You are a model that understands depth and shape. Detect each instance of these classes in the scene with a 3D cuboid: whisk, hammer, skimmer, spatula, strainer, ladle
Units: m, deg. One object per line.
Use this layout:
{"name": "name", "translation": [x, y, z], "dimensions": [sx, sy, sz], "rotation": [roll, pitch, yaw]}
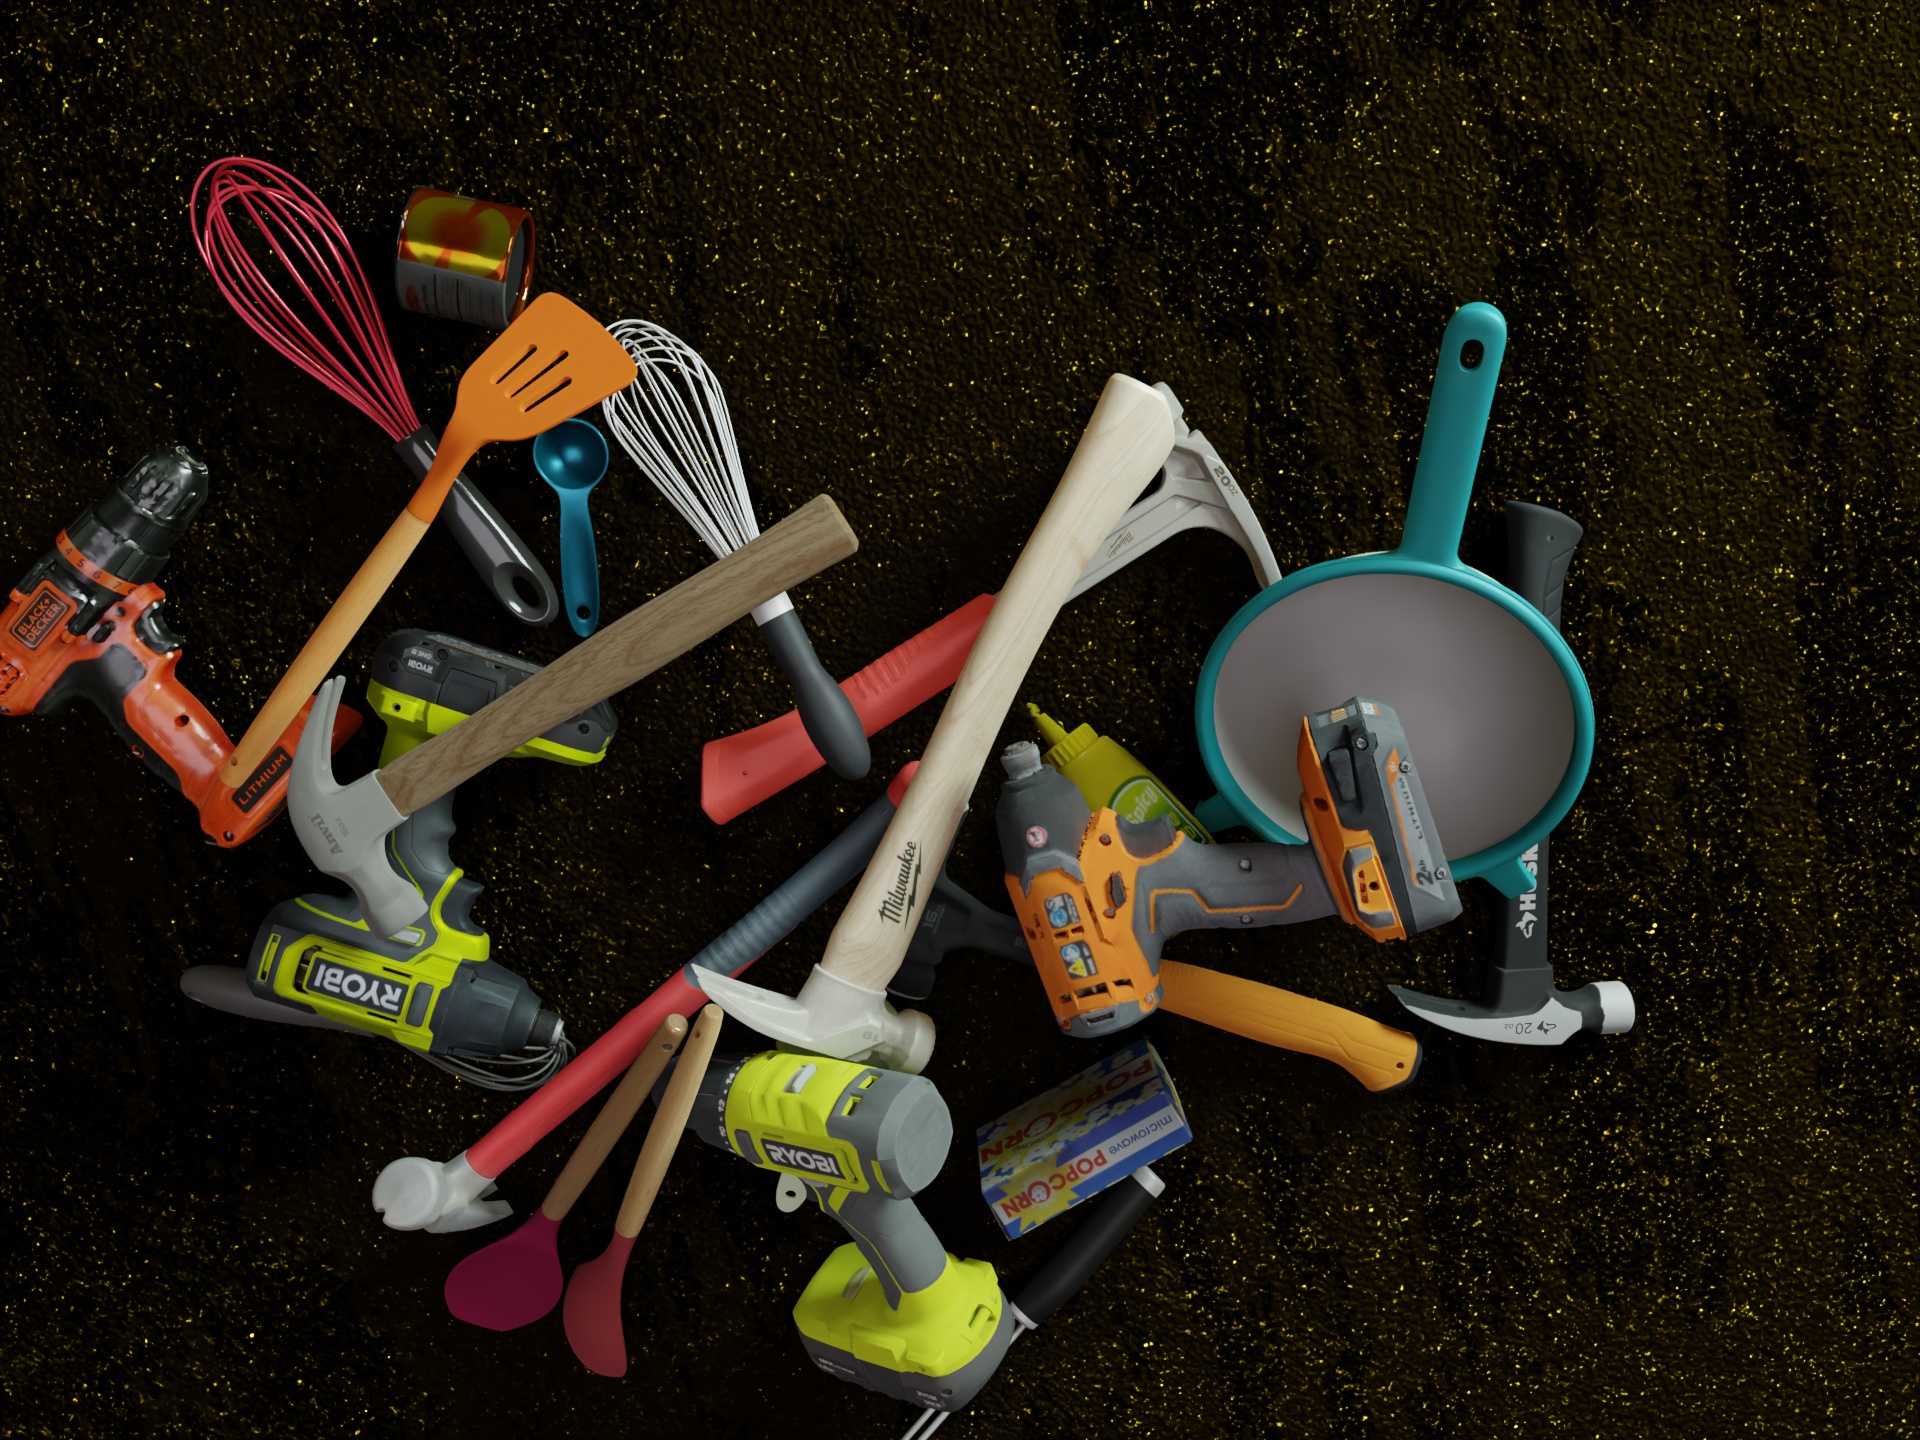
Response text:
{"name": "whisk", "translation": [-0.349, 0.179, 0.955], "dimensions": [0.239, 0.055, 0.055], "rotation": [12, 101, 0]}
{"name": "hammer", "translation": [-0.160, 0.164, 0.943], "dimensions": [0.386, 0.143, 0.038], "rotation": [-40, 74, -5]}
{"name": "whisk", "translation": [-0.315, -0.174, 0.876], "dimensions": [0.073, 0.073, 0.295], "rotation": [-32, 107, 4]}
{"name": "hammer", "translation": [-0.204, -0.023, 0.842], "dimensions": [0.331, 0.031, 0.130], "rotation": [-32, 100, -1]}
{"name": "skimmer", "translation": [-0.014, 0.410, 1.021], "dimensions": [0.363, 0.090, 0.127], "rotation": [-47, 118, -4]}
{"name": "spatula", "translation": [-0.299, -0.089, 0.856], "dimensions": [0.081, 0.041, 0.322], "rotation": [42, 100, 20]}
{"name": "strainer", "translation": [0.247, -0.069, 0.865], "dimensions": [0.211, 0.095, 0.340], "rotation": [12, 124, 14]}
{"name": "ladle", "translation": [-0.186, 0.280, 0.927], "dimensions": [0.031, 0.069, 0.315], "rotation": [-8, 133, -43]}
{"name": "hammer", "translation": [-0.001, -0.003, 0.879], "dimensions": [0.146, 0.038, 0.410], "rotation": [24, 95, -25]}
{"name": "hammer", "translation": [0.337, 0.035, 0.960], "dimensions": [0.146, 0.035, 0.334], "rotation": [-3, 102, -3]}
{"name": "whisk", "translation": [-0.121, -0.093, 0.884], "dimensions": [0.070, 0.070, 0.284], "rotation": [-28, 96, 3]}
{"name": "hammer", "translation": [0.128, 0.154, 0.975], "dimensions": [0.337, 0.034, 0.127], "rotation": [19, 101, -6]}
{"name": "hammer", "translation": [0.007, -0.039, 0.928], "dimensions": [0.359, 0.037, 0.149], "rotation": [-32, 101, 4]}

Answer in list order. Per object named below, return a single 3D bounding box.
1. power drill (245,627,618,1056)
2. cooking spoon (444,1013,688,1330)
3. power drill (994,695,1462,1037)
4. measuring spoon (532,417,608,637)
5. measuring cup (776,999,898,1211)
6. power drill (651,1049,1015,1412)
{"name": "power drill", "translation": [-0.283, 0.074, 0.900], "dimensions": [0.171, 0.080, 0.223], "rotation": [19, 93, -6]}
{"name": "cooking spoon", "translation": [-0.230, 0.274, 0.937], "dimensions": [0.068, 0.017, 0.318], "rotation": [25, 123, -17]}
{"name": "power drill", "translation": [0.132, 0.064, 0.849], "dimensions": [0.226, 0.084, 0.164], "rotation": [-19, 99, 14]}
{"name": "measuring spoon", "translation": [-0.220, -0.112, 0.915], "dimensions": [0.042, 0.021, 0.128], "rotation": [0, 111, -3]}
{"name": "measuring cup", "translation": [-0.085, 0.234, 0.986], "dimensions": [0.083, 0.038, 0.167], "rotation": [17, 116, -7]}
{"name": "power drill", "translation": [-0.073, 0.285, 0.928], "dimensions": [0.191, 0.080, 0.228], "rotation": [1, 124, 35]}
